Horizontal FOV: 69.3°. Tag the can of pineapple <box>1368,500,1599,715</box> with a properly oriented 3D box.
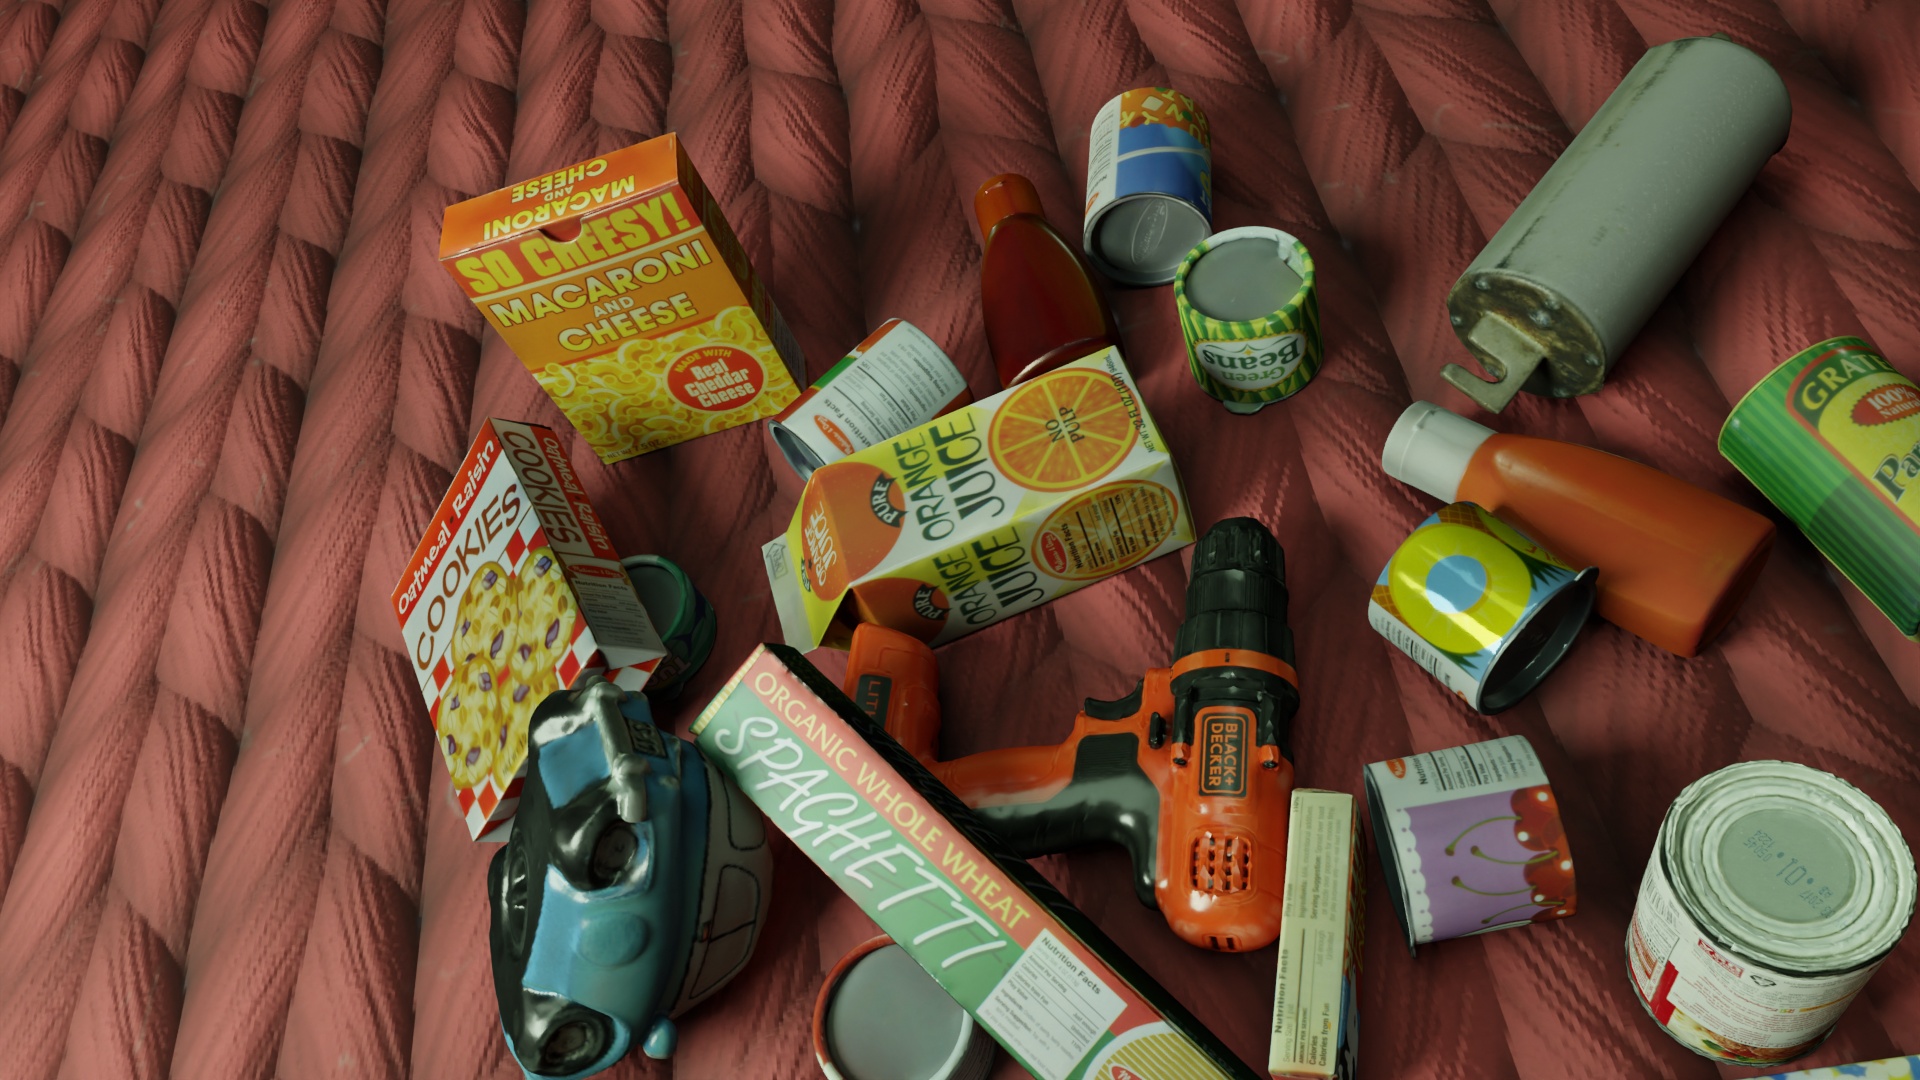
[{"bbox_3d":[0.206,0.025,0.549,0.071,0.070,0.058,-39,53,-10],"label":"can of pineapple"}]

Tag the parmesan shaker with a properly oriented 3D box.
[{"bbox_3d":[0.357,-0.021,0.532,0.071,0.071,0.103,-27,52,0],"label":"parmesan shaker"}]

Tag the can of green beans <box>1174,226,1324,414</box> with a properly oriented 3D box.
[{"bbox_3d":[0.140,-0.108,0.670,0.071,0.057,0.071,-9,54,13],"label":"can of green beans"}]

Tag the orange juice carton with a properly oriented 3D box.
[{"bbox_3d":[0.002,-0.008,0.638,0.193,0.072,0.072,-22,53,4],"label":"orange juice carton"}]

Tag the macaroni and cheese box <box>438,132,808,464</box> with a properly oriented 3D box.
[{"bbox_3d":[-0.164,-0.116,0.711,0.124,0.165,0.040,-16,54,8],"label":"macaroni and cheese box"}]

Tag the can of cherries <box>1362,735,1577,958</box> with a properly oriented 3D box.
[{"bbox_3d":[0.183,0.110,0.501,0.058,0.071,0.072,-13,53,9],"label":"can of cherries"}]

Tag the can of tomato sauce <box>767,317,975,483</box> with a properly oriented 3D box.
[{"bbox_3d":[-0.044,-0.061,0.697,0.083,0.071,0.071,-43,54,-13],"label":"can of tomato sauce"}]

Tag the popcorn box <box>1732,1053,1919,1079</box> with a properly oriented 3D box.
[{"bbox_3d":[0.258,0.209,0.421,0.126,0.038,0.085,-13,53,10],"label":"popcorn box"}]

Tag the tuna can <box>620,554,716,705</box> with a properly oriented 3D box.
[{"bbox_3d":[-0.156,0.044,0.681,0.071,0.032,0.071,-9,54,13],"label":"tuna can"}]

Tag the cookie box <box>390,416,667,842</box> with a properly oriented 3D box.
[{"bbox_3d":[-0.212,0.039,0.664,0.122,0.040,0.168,-54,50,21],"label":"cookie box"}]

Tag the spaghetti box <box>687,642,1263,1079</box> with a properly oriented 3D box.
[{"bbox_3d":[0.003,0.134,0.511,0.250,0.028,0.050,41,97,17],"label":"spaghetti box"}]

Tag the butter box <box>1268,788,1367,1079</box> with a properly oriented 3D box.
[{"bbox_3d":[0.130,0.146,0.500,0.024,0.053,0.104,-1,56,22],"label":"butter box"}]

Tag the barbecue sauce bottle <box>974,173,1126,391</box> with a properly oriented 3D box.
[{"bbox_3d":[0.039,-0.135,0.732,0.065,0.043,0.149,-26,50,15],"label":"barbecue sauce bottle"}]

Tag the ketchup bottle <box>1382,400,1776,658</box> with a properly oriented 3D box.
[{"bbox_3d":[0.249,-0.013,0.576,0.149,0.043,0.065,33,71,34],"label":"ketchup bottle"}]

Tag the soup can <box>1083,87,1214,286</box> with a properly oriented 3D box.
[{"bbox_3d":[0.102,-0.186,0.734,0.071,0.071,0.084,-4,55,16],"label":"soup can"}]

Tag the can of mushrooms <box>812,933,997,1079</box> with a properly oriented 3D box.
[{"bbox_3d":[-0.023,0.186,0.536,0.071,0.033,0.071,-9,55,13],"label":"can of mushrooms"}]
